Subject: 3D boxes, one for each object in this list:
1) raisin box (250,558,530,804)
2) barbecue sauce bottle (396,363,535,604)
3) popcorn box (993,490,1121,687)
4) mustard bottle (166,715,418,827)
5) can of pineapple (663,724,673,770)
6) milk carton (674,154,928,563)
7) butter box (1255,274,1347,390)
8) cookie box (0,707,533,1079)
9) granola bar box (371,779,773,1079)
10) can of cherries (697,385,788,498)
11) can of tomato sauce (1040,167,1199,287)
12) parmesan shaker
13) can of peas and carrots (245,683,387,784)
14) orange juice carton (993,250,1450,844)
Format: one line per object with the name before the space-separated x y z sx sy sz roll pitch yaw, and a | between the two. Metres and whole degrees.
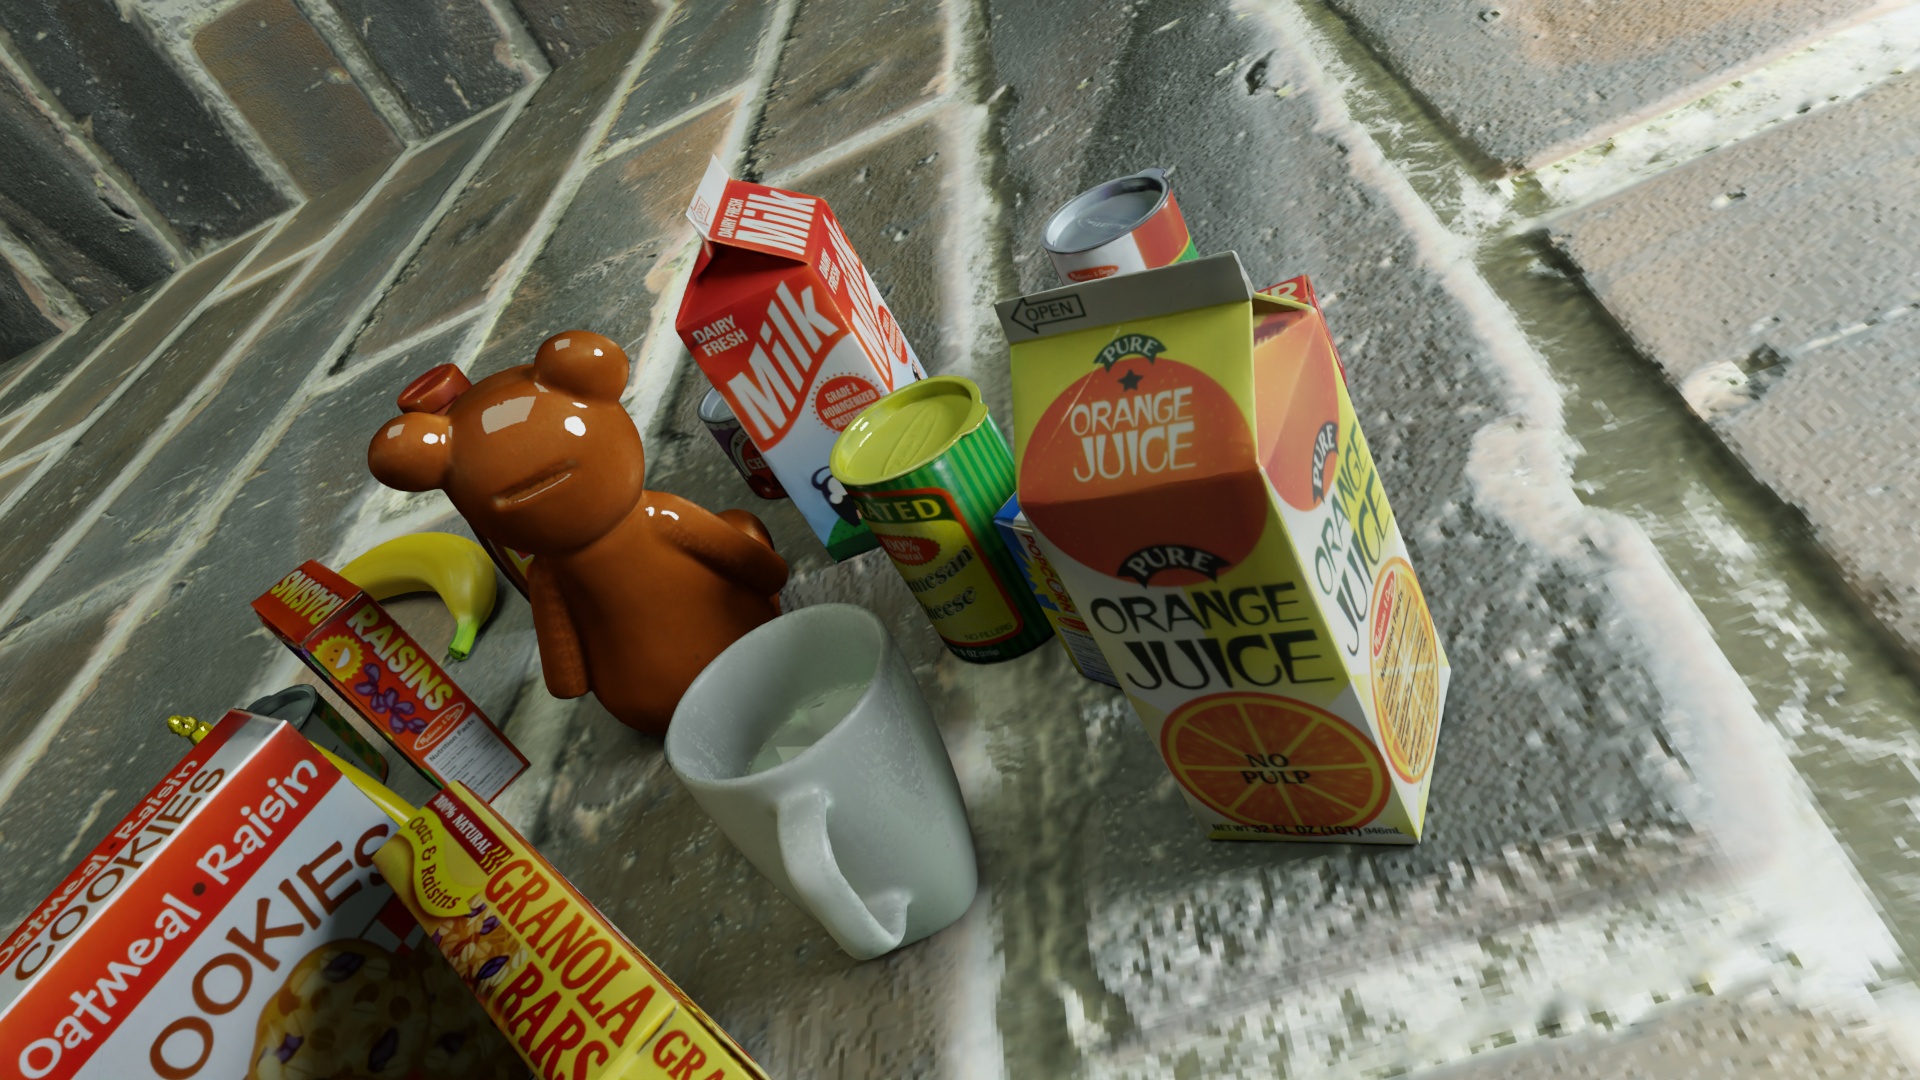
raisin box | -0.274 0.071 0.669 0.040 0.123 0.086 -46 35 -23
barbecue sauce bottle | -0.244 -0.028 0.756 0.065 0.148 0.044 -41 33 -15
popcorn box | 0.076 -0.017 0.537 0.038 0.085 0.127 9 49 46
mustard bottle | -0.250 0.118 0.548 0.065 0.159 0.049 -45 34 -21
can of pineapple | -0.071 0.084 0.544 0.071 0.057 0.071 -21 33 15
milk carton | -0.072 -0.089 0.658 0.073 0.190 0.073 -22 33 15
butter box | 0.113 -0.075 0.617 0.103 0.053 0.024 -17 34 21
cookie box | -0.222 0.158 0.463 0.040 0.167 0.123 -2 42 38
granola bar box | -0.100 0.148 0.417 0.039 0.123 0.165 -45 34 -21
can of cherries | -0.103 -0.064 0.775 0.071 0.058 0.072 -21 33 15
can of tomato sauce | 0.087 -0.128 0.684 0.071 0.082 0.071 -22 33 15
parmesan shaker | 0.002 -0.007 0.567 0.071 0.102 0.072 -22 33 15
can of peas and carrots | -0.345 0.117 0.723 0.071 0.058 0.071 -21 33 15
orange juice carton | 0.080 0.002 0.407 0.071 0.192 0.073 -7 39 34
